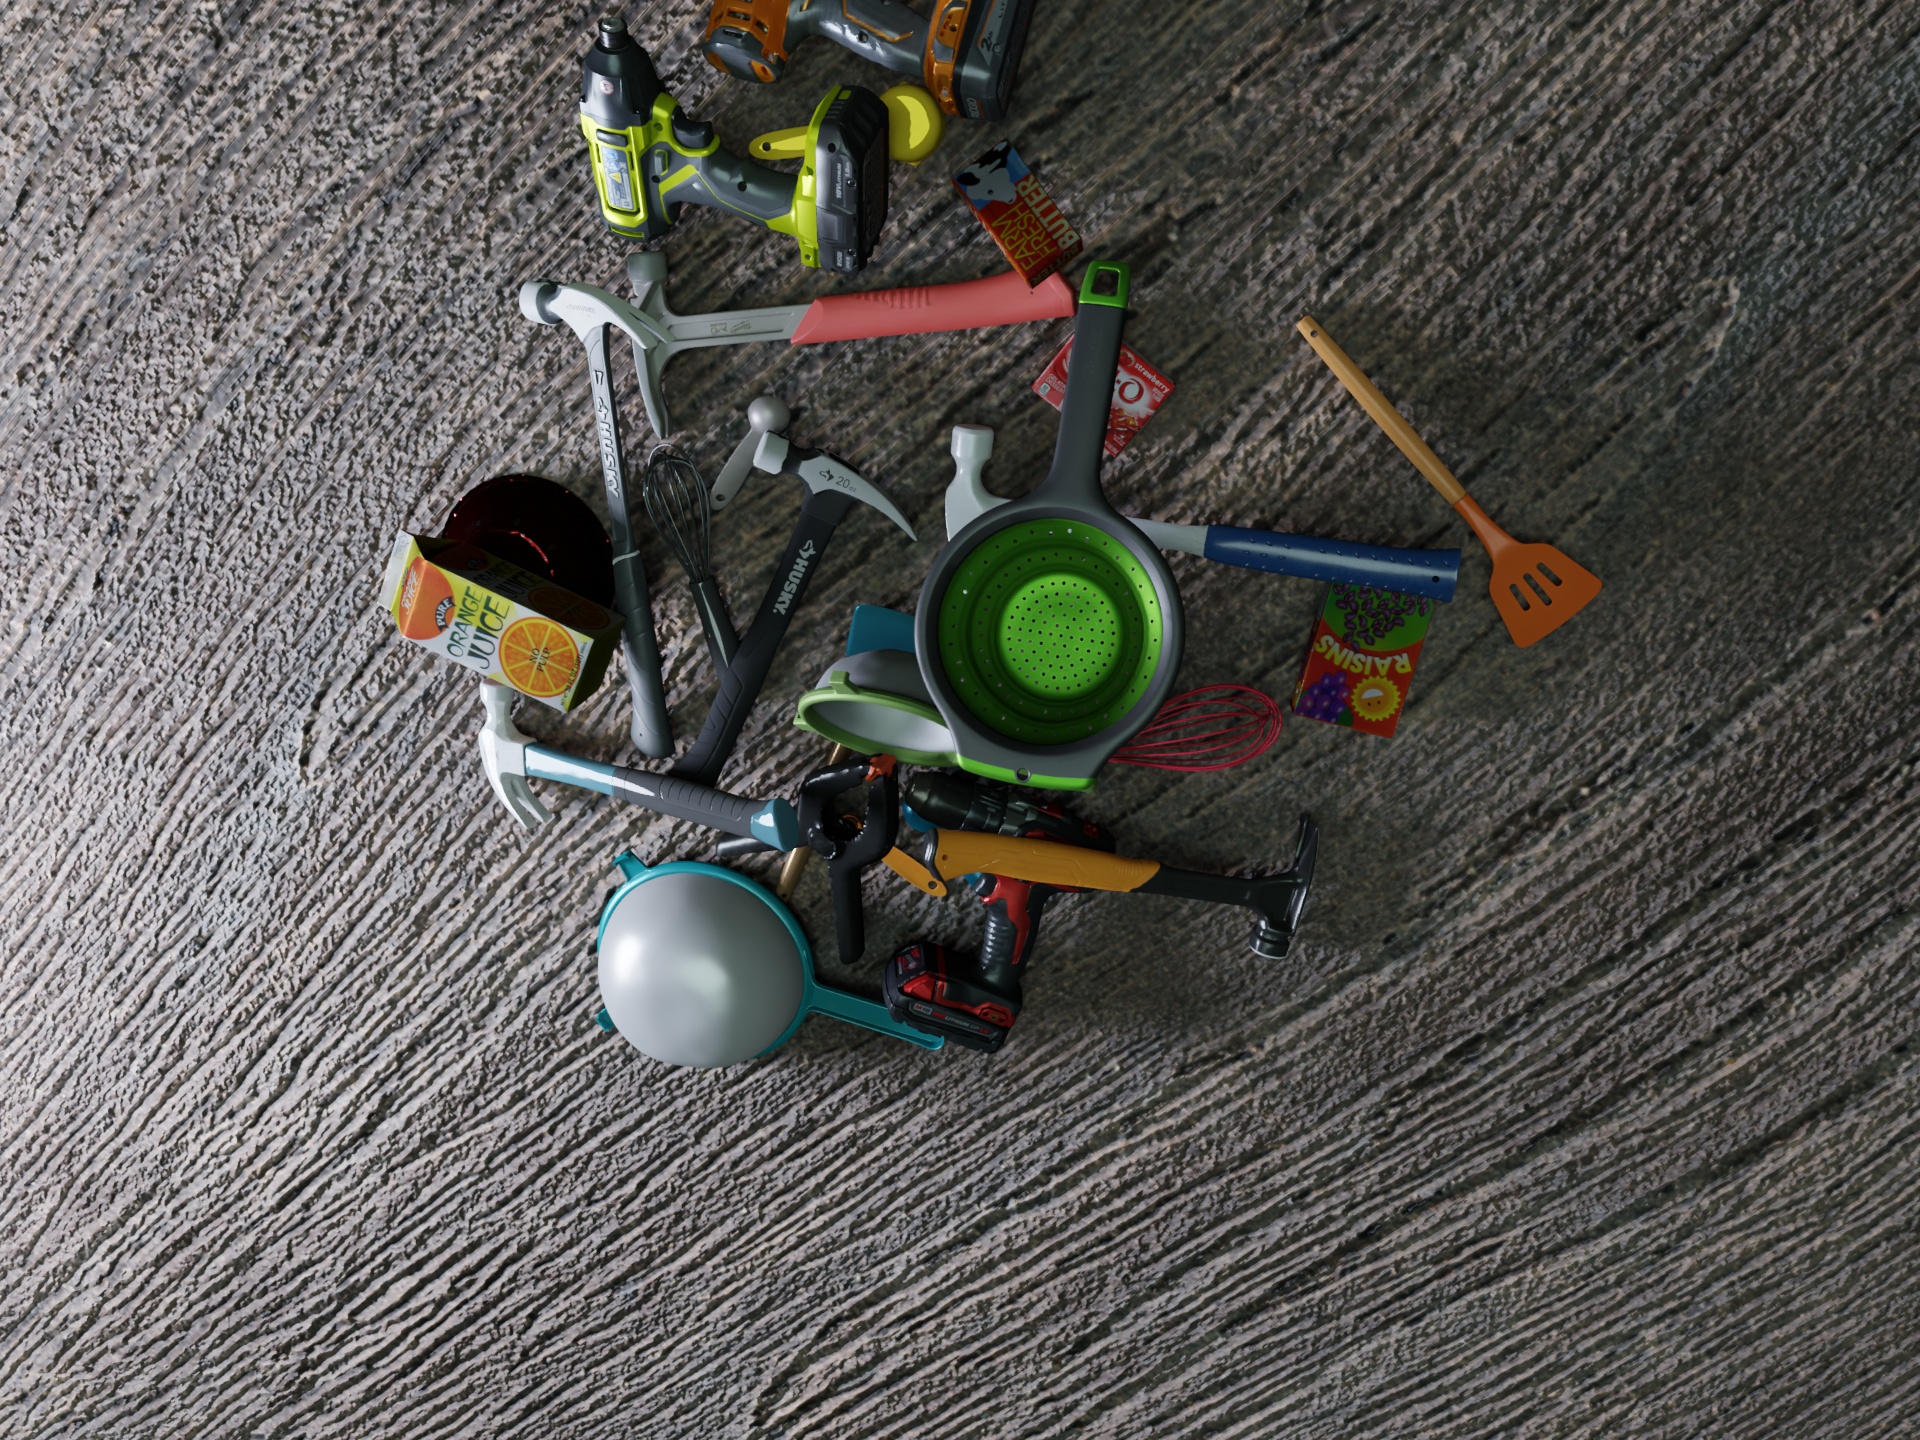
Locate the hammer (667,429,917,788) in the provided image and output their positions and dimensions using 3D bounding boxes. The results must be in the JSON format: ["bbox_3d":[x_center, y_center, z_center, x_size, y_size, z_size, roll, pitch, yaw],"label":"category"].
[{"bbox_3d":[-0.160,-0.067,1.336,0.146,0.035,0.334,22,110,-16],"label":"hammer"}]

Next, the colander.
[{"bbox_3d":[0.086,-0.148,1.228,0.204,0.094,0.397,10,92,10],"label":"colander"}]

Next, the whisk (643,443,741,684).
[{"bbox_3d":[-0.216,-0.118,1.348,0.055,0.055,0.238,-11,111,12],"label":"whisk"}]

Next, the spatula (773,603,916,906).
[{"bbox_3d":[-0.106,0.037,1.383,0.082,0.044,0.317,16,113,-19],"label":"spatula"}]

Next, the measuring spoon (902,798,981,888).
[{"bbox_3d":[-0.006,0.115,1.404,0.042,0.021,0.128,-34,99,18],"label":"measuring spoon"}]

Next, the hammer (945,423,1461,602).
[{"bbox_3d":[0.183,-0.138,1.259,0.405,0.035,0.144,10,110,13],"label":"hammer"}]

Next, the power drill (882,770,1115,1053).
[{"bbox_3d":[0.008,0.158,1.375,0.187,0.080,0.226,22,108,-13],"label":"power drill"}]

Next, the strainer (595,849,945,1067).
[{"bbox_3d":[-0.184,0.256,1.429,0.340,0.095,0.211,15,114,8],"label":"strainer"}]

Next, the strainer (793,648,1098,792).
[{"bbox_3d":[-0.002,-0.004,1.298,0.256,0.151,0.069,17,72,-13],"label":"strainer"}]

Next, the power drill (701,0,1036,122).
[{"bbox_3d":[-0.063,-0.537,1.159,0.226,0.084,0.164,15,91,7],"label":"power drill"}]

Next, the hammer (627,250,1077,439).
[{"bbox_3d":[-0.087,-0.312,1.267,0.359,0.037,0.149,-3,108,10],"label":"hammer"}]

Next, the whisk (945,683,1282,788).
[{"bbox_3d":[0.124,0.023,1.339,0.296,0.073,0.073,-12,106,19],"label":"whisk"}]

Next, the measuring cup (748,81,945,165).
[{"bbox_3d":[-0.090,-0.451,1.222,0.156,0.029,0.062,-6,107,8],"label":"measuring cup"}]

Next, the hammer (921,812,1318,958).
[{"bbox_3d":[0.134,0.120,1.324,0.336,0.034,0.127,9,107,-14],"label":"hammer"}]

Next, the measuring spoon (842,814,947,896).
[{"bbox_3d":[-0.059,0.121,1.423,0.117,0.011,0.021,37,110,-8],"label":"measuring spoon"}]

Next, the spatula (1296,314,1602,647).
[{"bbox_3d":[0.373,-0.193,1.246,0.081,0.041,0.322,-41,94,18],"label":"spatula"}]

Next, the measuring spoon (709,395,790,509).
[{"bbox_3d":[-0.177,-0.214,1.306,0.034,0.018,0.124,22,129,-22],"label":"measuring spoon"}]

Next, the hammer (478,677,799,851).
[{"bbox_3d":[-0.282,0.055,1.366,0.331,0.033,0.128,13,112,26],"label":"hammer"}]

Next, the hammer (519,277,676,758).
[{"bbox_3d":[-0.274,-0.152,1.311,0.149,0.036,0.408,19,125,35],"label":"hammer"}]

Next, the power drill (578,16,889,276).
[{"bbox_3d":[-0.171,-0.423,1.182,0.223,0.080,0.171,15,145,7],"label":"power drill"}]
